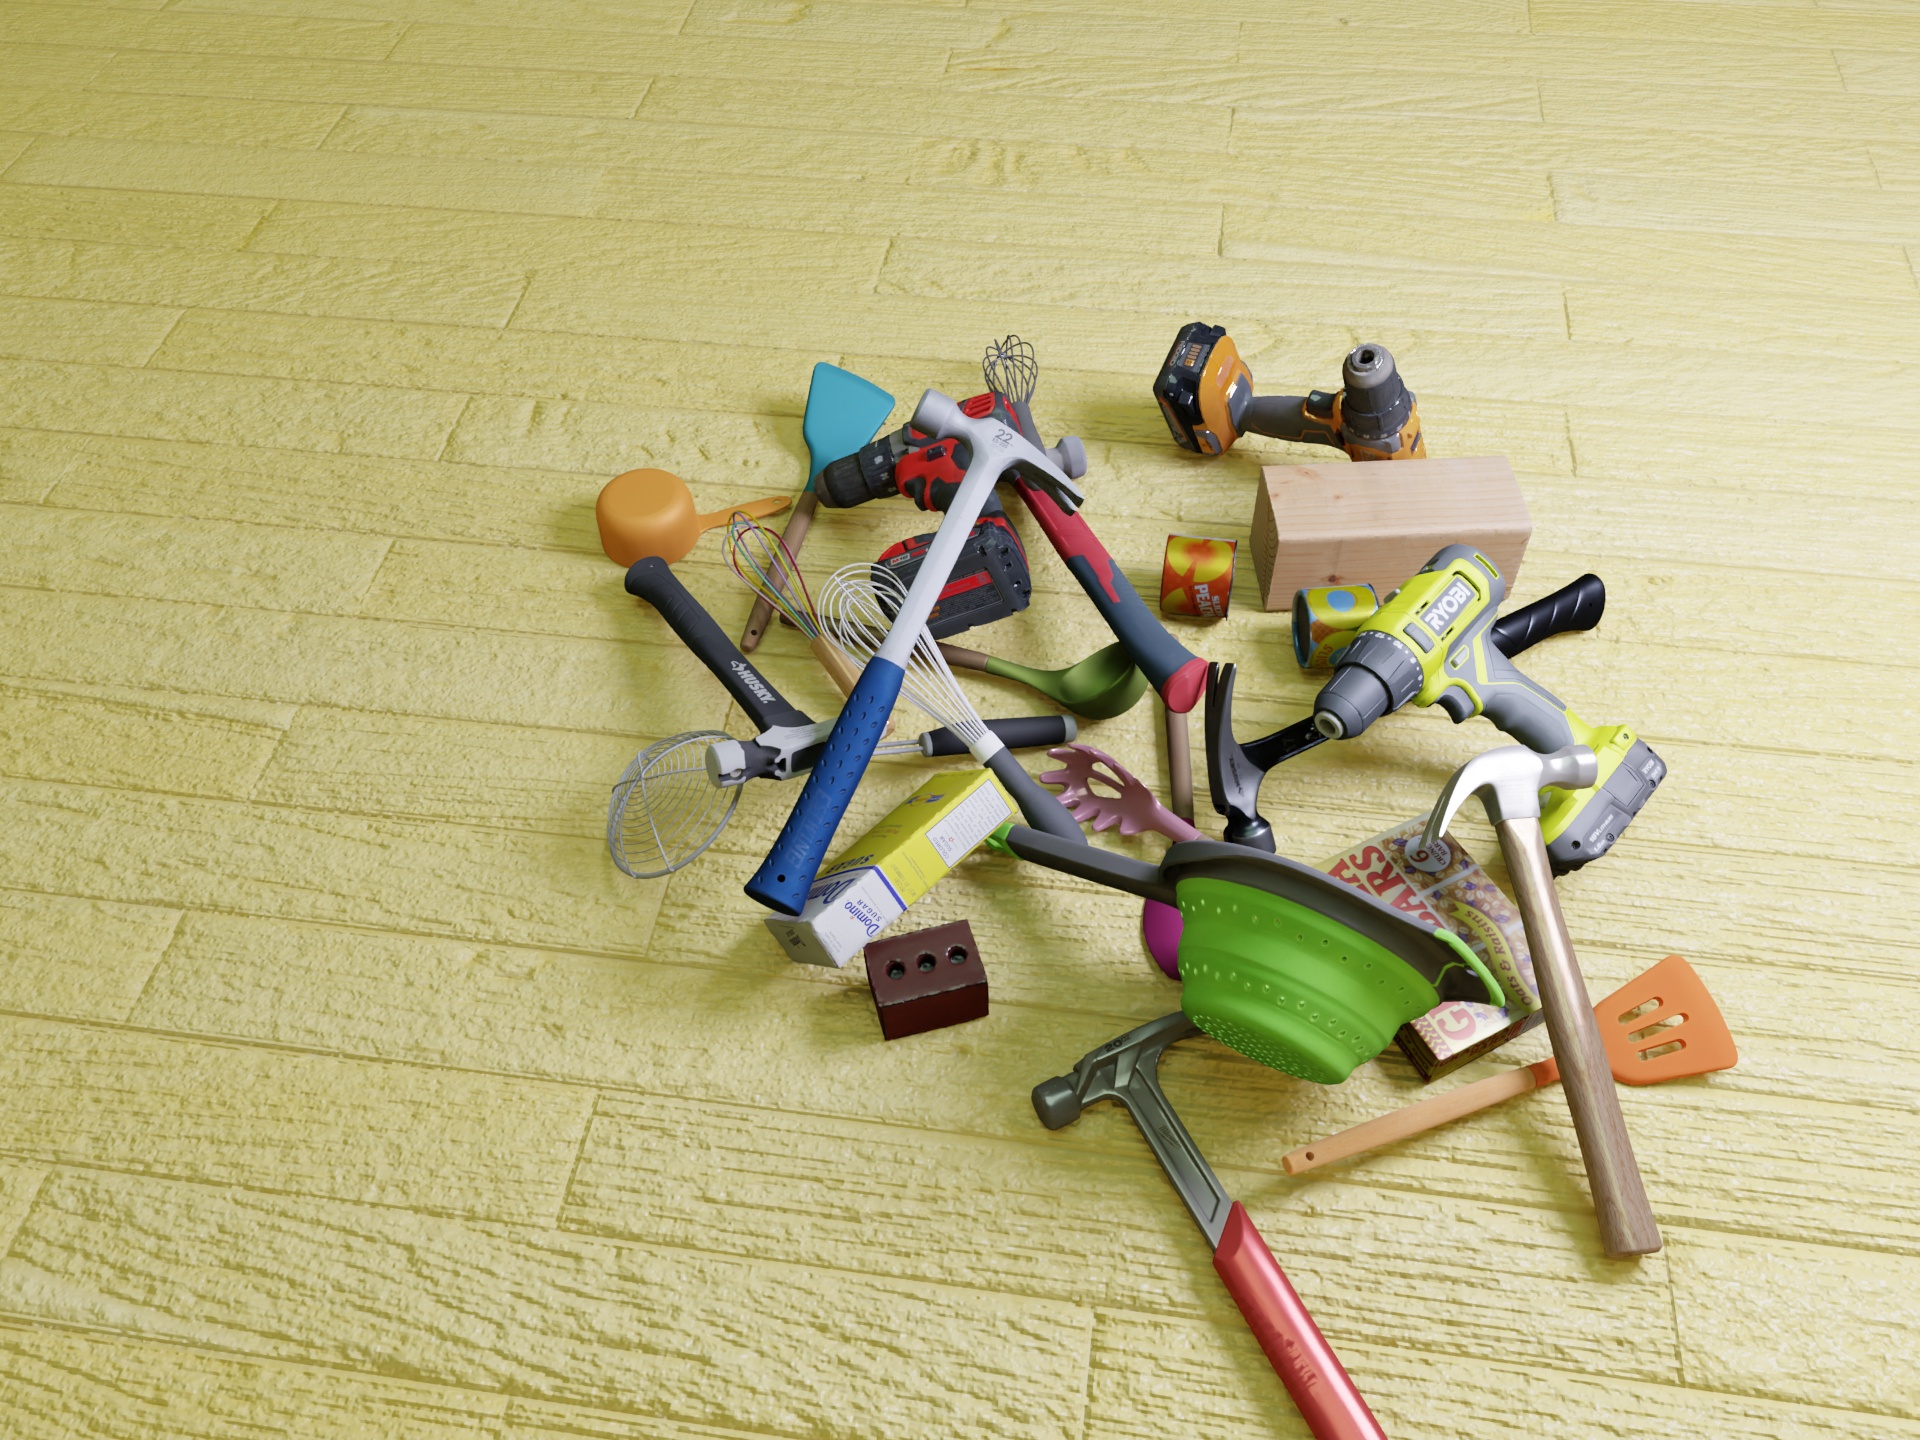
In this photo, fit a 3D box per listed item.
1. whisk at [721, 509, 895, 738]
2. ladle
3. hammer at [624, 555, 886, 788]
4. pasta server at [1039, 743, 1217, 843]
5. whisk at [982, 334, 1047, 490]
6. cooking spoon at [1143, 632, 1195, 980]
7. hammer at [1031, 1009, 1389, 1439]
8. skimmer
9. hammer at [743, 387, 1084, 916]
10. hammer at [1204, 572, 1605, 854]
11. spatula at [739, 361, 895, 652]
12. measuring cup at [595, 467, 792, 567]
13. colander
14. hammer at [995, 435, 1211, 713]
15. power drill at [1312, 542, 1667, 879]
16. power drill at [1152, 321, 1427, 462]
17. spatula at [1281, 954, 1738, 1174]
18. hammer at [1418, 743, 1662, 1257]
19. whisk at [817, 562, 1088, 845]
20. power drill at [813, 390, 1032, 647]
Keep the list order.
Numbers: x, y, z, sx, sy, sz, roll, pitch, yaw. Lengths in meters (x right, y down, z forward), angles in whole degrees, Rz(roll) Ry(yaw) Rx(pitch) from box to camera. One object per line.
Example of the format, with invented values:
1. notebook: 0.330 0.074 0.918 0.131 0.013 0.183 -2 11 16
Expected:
1. whisk: -0.126 -0.080 1.305 0.047 0.051 0.245 -43 68 17
2. ladle: -0.002 -0.061 1.292 0.320 0.062 0.078 14 43 16
3. hammer: -0.184 -0.052 1.253 0.146 0.035 0.335 -13 35 -27
4. pasta server: 0.187 0.102 1.132 0.316 0.060 0.040 32 27 33
5. whisk: 0.055 -0.279 1.436 0.055 0.055 0.239 -6 43 -3
6. cooking spoon: 0.168 0.057 1.212 0.069 0.017 0.319 0 52 2
7. hammer: 0.189 0.340 0.968 0.149 0.036 0.359 -22 53 -15
8. skimmer: -0.088 0.047 1.223 0.363 0.090 0.127 -6 40 -16
9. hammer: -0.042 -0.046 1.137 0.144 0.035 0.406 26 69 -5
10. hammer: 0.352 -0.035 1.231 0.409 0.149 0.036 -23 15 -24
11. spatula: -0.139 -0.187 1.406 0.082 0.044 0.318 25 53 -11
12. measuring cup: -0.237 -0.192 1.407 0.173 0.052 0.095 -14 52 -7
13. colander: 0.145 0.149 1.046 0.397 0.204 0.094 13 69 42
14. hammer: 0.092 -0.123 1.298 0.143 0.038 0.387 -15 39 -9
15. power drill: 0.376 0.005 1.150 0.228 0.080 0.190 46 65 3
16. power drill: 0.284 -0.277 1.367 0.226 0.185 0.084 20 78 27
17. spatula: 0.352 0.235 1.030 0.322 0.041 0.081 -14 67 -18
18. hammer: 0.388 0.174 1.031 0.130 0.031 0.331 -4 69 -10
19. whisk: -0.001 -0.005 1.190 0.070 0.070 0.284 -40 86 -27
20. power drill: -0.034 -0.170 1.318 0.188 0.080 0.227 -18 45 14
